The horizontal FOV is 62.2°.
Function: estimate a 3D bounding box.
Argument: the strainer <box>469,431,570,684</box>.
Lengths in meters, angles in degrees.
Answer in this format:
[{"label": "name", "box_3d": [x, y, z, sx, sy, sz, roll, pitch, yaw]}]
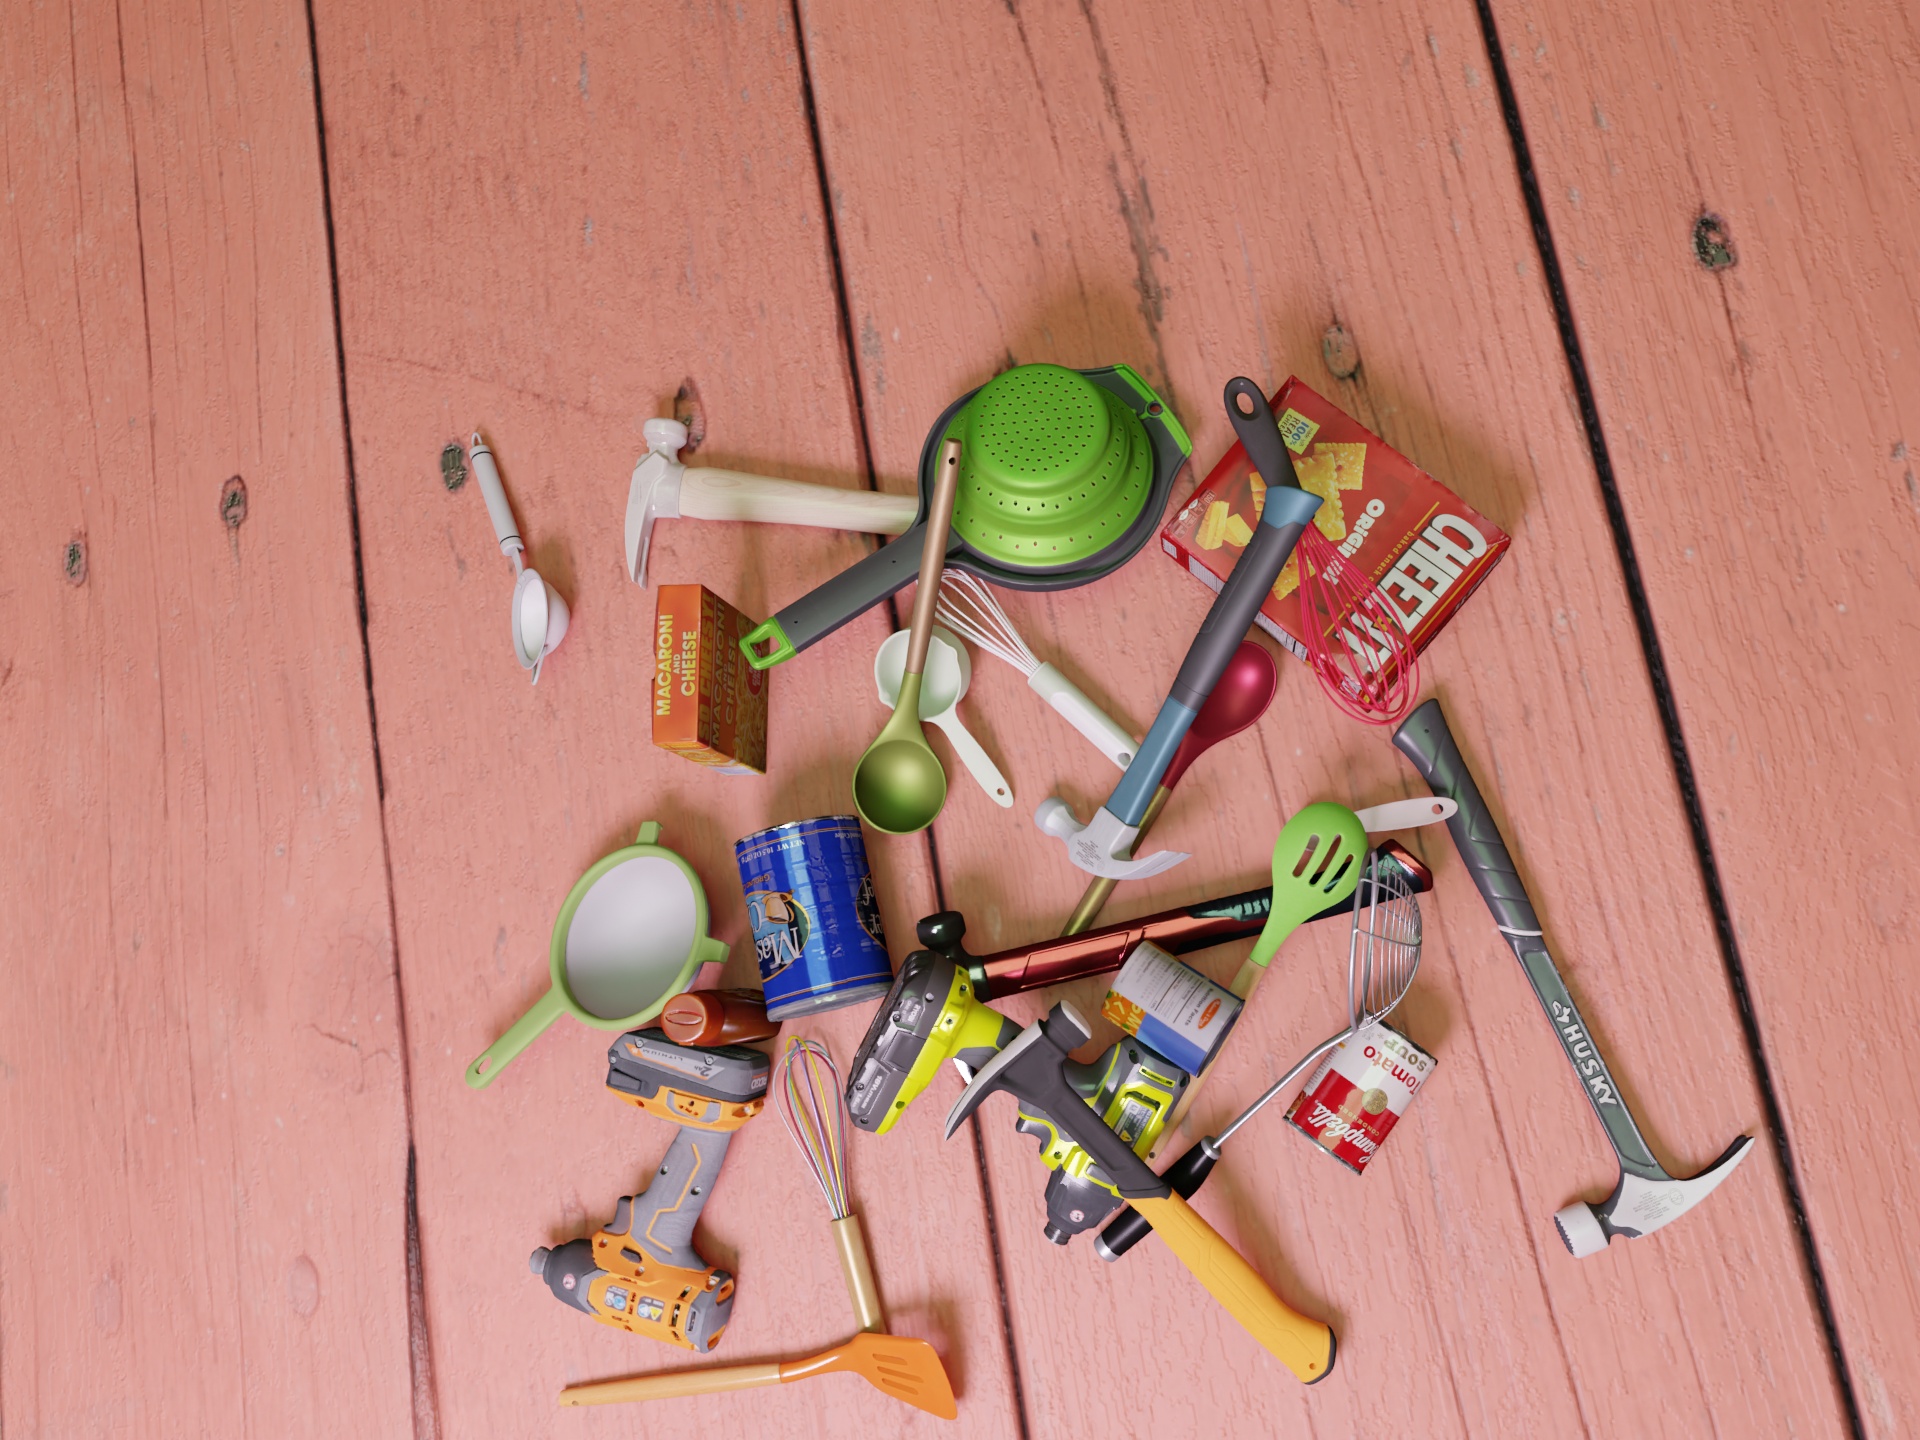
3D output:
[{"label": "strainer", "box_3d": [-0.385, -0.146, 1.381, 0.087, 0.050, 0.259, -44, 63, 46]}]

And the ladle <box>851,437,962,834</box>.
[{"label": "ladle", "box_3d": [-0.029, -0.057, 1.215, 0.078, 0.062, 0.320, 3, 117, -16]}]

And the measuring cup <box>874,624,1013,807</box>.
[{"label": "measuring cup", "box_3d": [-0.002, -0.004, 1.287, 0.083, 0.038, 0.167, -33, 94, 29]}]

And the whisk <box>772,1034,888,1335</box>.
[{"label": "whisk", "box_3d": [-0.098, 0.365, 1.239, 0.047, 0.051, 0.245, -21, 80, 28]}]

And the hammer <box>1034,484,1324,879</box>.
[{"label": "hammer", "box_3d": [0.171, -0.026, 1.181, 0.128, 0.033, 0.331, 41, 111, 40]}]

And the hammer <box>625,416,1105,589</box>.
[{"label": "hammer", "box_3d": [-0.082, -0.166, 1.330, 0.410, 0.038, 0.146, 6, 83, 11]}]

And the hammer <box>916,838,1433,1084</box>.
[{"label": "hammer", "box_3d": [0.169, 0.176, 1.212, 0.386, 0.038, 0.143, -14, 95, 4]}]

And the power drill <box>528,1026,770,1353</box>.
[{"label": "power drill", "box_3d": [-0.244, 0.361, 1.244, 0.164, 0.084, 0.226, 10, 86, 13]}]

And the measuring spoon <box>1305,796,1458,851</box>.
[{"label": "measuring spoon", "box_3d": [0.315, 0.076, 1.207, 0.124, 0.018, 0.034, -12, 79, 23]}]

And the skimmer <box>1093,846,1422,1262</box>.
[{"label": "skimmer", "box_3d": [0.204, 0.249, 1.158, 0.090, 0.127, 0.363, 45, 106, 13]}]

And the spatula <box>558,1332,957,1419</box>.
[{"label": "spatula", "box_3d": [-0.161, 0.509, 1.218, 0.322, 0.041, 0.081, -11, 113, 11]}]

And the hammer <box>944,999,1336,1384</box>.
[{"label": "hammer", "box_3d": [0.141, 0.356, 1.133, 0.127, 0.034, 0.337, -43, 97, 7]}]

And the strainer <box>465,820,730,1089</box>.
[{"label": "strainer", "box_3d": [-0.289, 0.215, 1.282, 0.256, 0.069, 0.152, -42, 55, 7]}]

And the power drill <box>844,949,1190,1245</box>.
[{"label": "power drill", "box_3d": [0.035, 0.280, 1.176, 0.223, 0.080, 0.171, 26, 101, -4]}]

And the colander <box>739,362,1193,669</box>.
[{"label": "colander", "box_3d": [-0.006, -0.167, 1.239, 0.397, 0.094, 0.205, -32, 69, -6]}]

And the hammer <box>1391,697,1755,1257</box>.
[{"label": "hammer", "box_3d": [0.428, 0.171, 1.173, 0.149, 0.036, 0.409, -24, 76, 5]}]

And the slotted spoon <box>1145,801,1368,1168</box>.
[{"label": "slotted spoon", "box_3d": [0.211, 0.202, 1.183, 0.070, 0.031, 0.313, 27, 99, -6]}]

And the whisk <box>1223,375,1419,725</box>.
[{"label": "whisk", "box_3d": [0.259, -0.131, 1.176, 0.073, 0.073, 0.296, -22, 72, 6]}]

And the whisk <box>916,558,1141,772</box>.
[{"label": "whisk", "box_3d": [0.056, -0.043, 1.277, 0.246, 0.059, 0.057, 43, 126, 10]}]

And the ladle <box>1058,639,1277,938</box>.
[{"label": "ladle", "box_3d": [0.147, 0.074, 1.246, 0.069, 0.031, 0.315, 32, 90, -10]}]
